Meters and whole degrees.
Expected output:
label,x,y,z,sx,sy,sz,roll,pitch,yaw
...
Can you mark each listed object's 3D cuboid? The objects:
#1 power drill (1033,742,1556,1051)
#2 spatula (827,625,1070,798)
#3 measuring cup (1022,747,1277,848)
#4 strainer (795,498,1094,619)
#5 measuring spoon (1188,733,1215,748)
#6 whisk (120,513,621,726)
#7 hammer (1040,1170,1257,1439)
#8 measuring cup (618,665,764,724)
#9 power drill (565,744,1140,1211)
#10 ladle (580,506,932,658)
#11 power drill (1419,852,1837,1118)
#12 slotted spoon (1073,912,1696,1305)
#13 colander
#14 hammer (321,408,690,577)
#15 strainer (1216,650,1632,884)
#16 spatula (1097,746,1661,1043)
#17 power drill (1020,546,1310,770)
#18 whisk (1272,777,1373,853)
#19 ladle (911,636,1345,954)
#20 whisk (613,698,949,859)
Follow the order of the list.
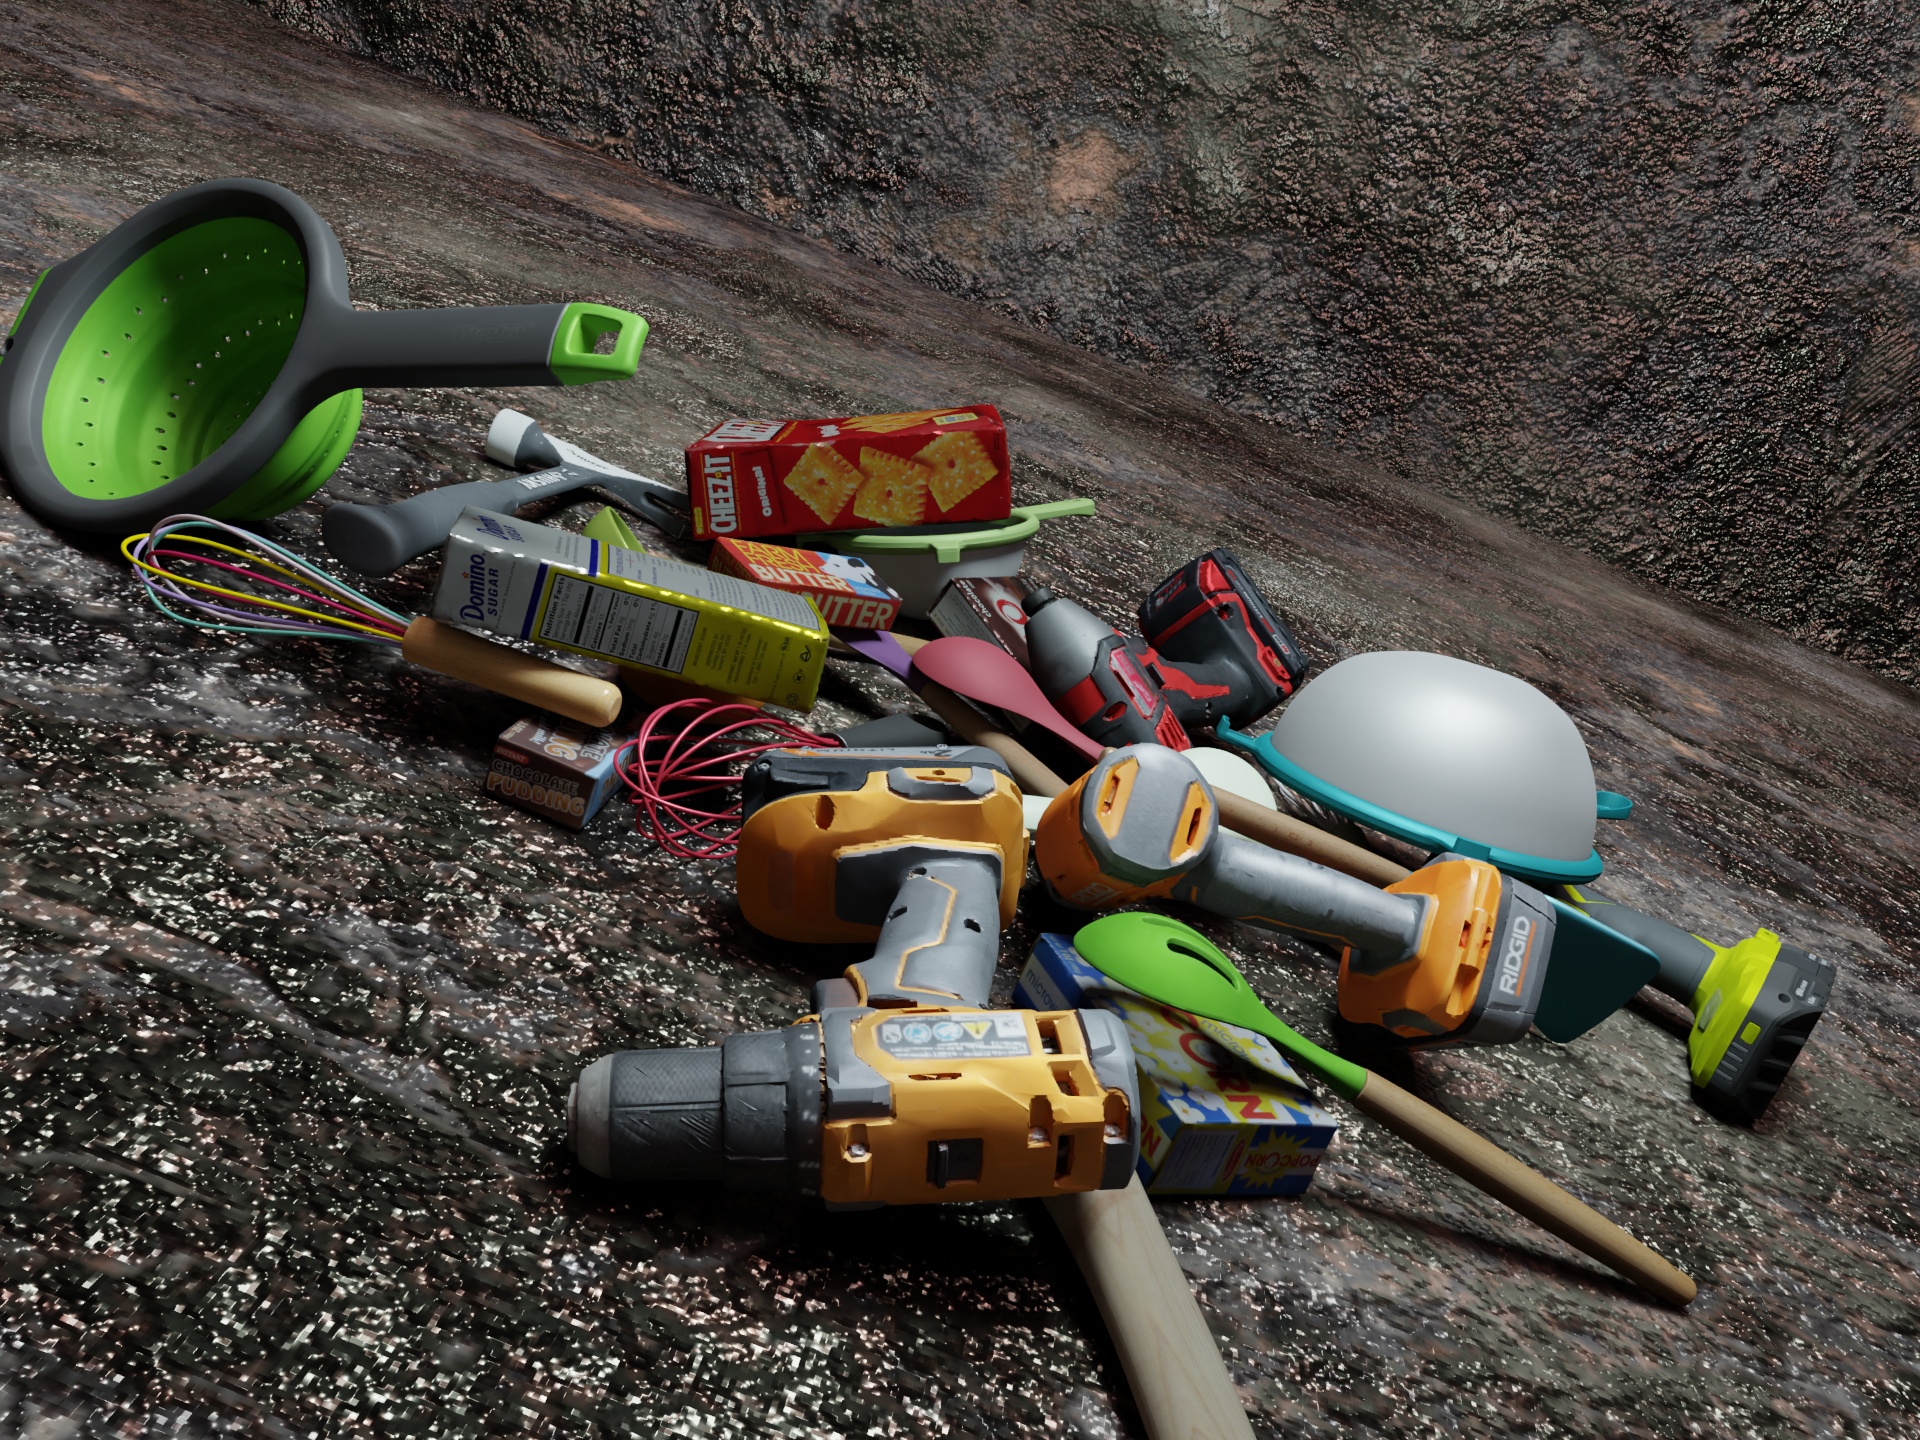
label,x,y,z,sx,sy,sz,roll,pitch,yaw
power drill,0.144,0.087,0.766,0.226,0.084,0.164,21,-17,-6
spatula,-0.001,-0.003,0.912,0.316,0.018,0.059,40,24,20
measuring cup,0.092,0.046,0.846,0.167,0.038,0.083,6,57,-18
strainer,0.016,-0.118,1.154,0.151,0.069,0.256,10,18,40
measuring spoon,0.160,0.038,1.043,0.021,0.011,0.117,14,25,-2
whisk,-0.271,-0.042,0.725,0.245,0.051,0.047,19,-8,6
hammer,0.086,0.232,0.466,0.146,0.038,0.411,16,22,-19
measuring cup,-0.172,-0.034,0.833,0.173,0.052,0.095,-1,31,-42
power drill,-0.045,0.093,0.596,0.185,0.084,0.226,-1,27,-8
ladle,-0.087,-0.066,0.987,0.320,0.062,0.078,11,31,-34
power drill,0.382,0.134,0.941,0.223,0.080,0.171,29,21,27
slotted spoon,0.183,0.162,0.657,0.313,0.031,0.070,33,10,-10
colander,-0.311,-0.166,0.801,0.397,0.205,0.094,5,-20,23
hammer,-0.262,-0.126,0.922,0.149,0.036,0.409,23,14,-4
strainer,0.335,0.016,0.977,0.340,0.095,0.211,4,18,-40
spatula,0.212,0.083,0.831,0.317,0.082,0.044,22,39,-14
power drill,0.126,-0.038,1.022,0.143,0.078,0.219,56,36,8
whisk,0.239,0.071,1.000,0.059,0.057,0.246,-12,25,7
ladle,0.106,0.042,0.897,0.315,0.031,0.069,37,25,10
whisk,-0.075,0.020,0.797,0.073,0.073,0.295,30,16,19
